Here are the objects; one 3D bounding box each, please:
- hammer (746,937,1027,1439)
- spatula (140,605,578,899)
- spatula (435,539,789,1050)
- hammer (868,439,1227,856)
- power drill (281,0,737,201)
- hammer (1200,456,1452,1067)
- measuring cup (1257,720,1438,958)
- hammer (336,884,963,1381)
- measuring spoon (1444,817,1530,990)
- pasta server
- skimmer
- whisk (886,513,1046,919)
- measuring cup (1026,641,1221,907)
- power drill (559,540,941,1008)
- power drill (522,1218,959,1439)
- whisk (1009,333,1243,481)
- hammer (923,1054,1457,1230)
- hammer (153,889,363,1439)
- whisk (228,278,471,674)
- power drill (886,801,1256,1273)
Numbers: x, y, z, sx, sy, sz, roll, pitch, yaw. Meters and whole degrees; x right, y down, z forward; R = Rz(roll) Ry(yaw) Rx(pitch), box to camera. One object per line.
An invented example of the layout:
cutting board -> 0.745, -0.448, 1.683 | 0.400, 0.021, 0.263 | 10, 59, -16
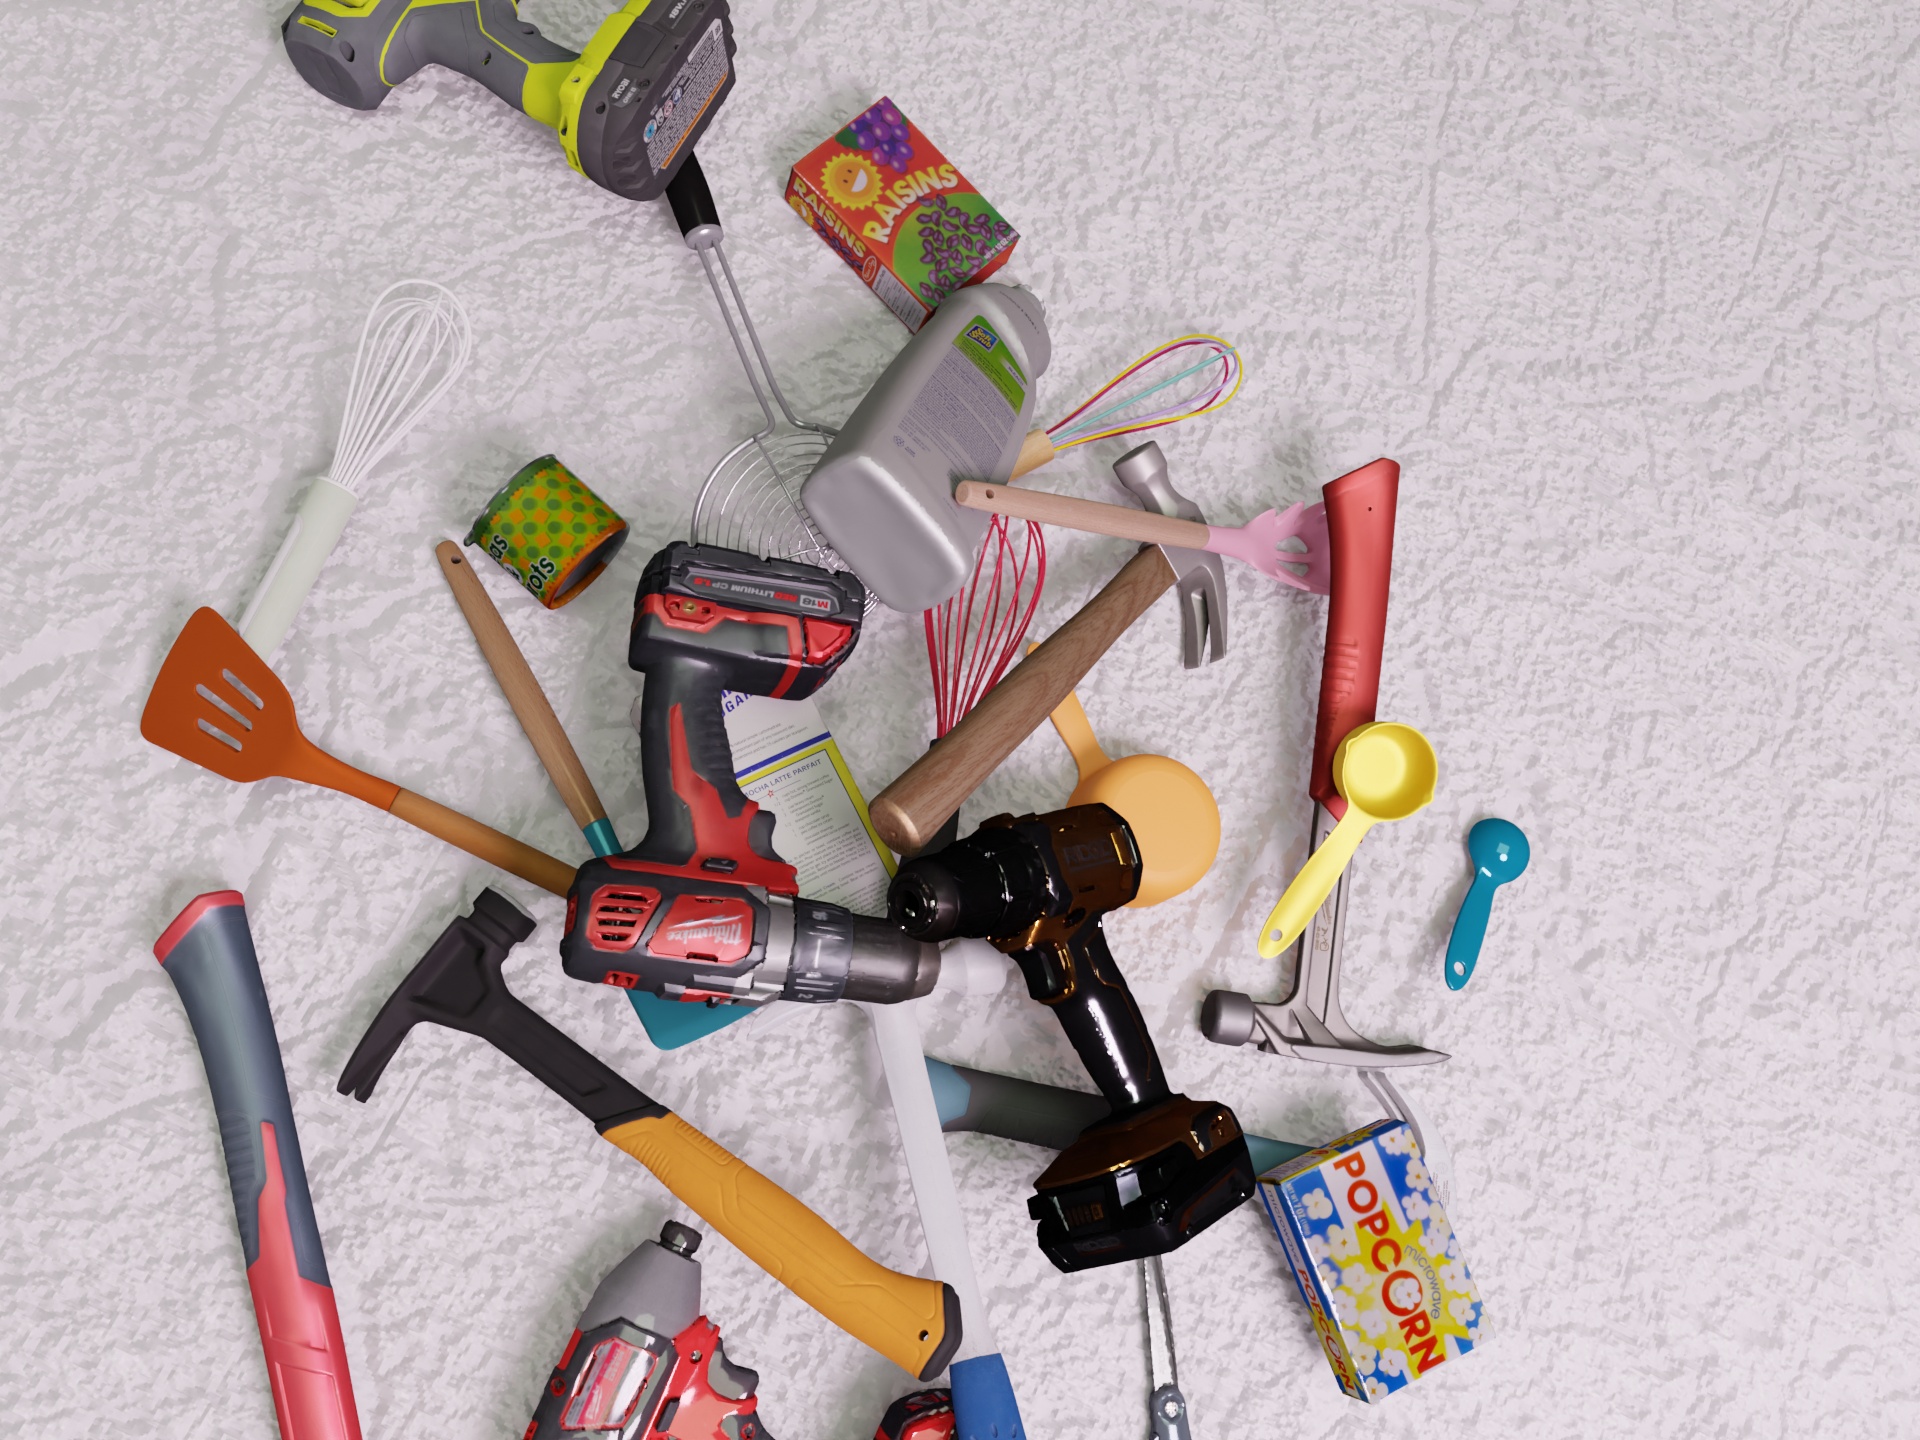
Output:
hammer -> -0.002, 0.304, 0.780 | 0.144, 0.035, 0.406 | -7, 63, -17
spatula -> -0.276, 0.050, 0.846 | 0.322, 0.041, 0.081 | 28, 100, -13
spatula -> -0.203, 0.029, 0.849 | 0.082, 0.044, 0.318 | -24, 76, -33
hammer -> 0.058, -0.031, 0.885 | 0.331, 0.031, 0.130 | -44, 107, -40
power drill -> -0.250, -0.416, 0.927 | 0.228, 0.080, 0.191 | 26, 73, 8
hammer -> 0.236, 0.023, 0.949 | 0.149, 0.037, 0.359 | 9, 85, -11
measuring cup -> 0.215, 0.069, 0.916 | 0.062, 0.029, 0.156 | 34, 93, -9
hammer -> -0.147, 0.217, 0.779 | 0.337, 0.034, 0.127 | 31, 71, 17
measuring spoon -> 0.321, 0.110, 0.969 | 0.042, 0.021, 0.129 | 35, 57, -6
pasta server -> 0.127, -0.112, 0.924 | 0.316, 0.040, 0.060 | 4, 81, -39
skimmer -> -0.137, -0.221, 0.949 | 0.127, 0.090, 0.363 | -15, 71, -20
whisk -> -0.001, -0.003, 0.897 | 0.073, 0.073, 0.296 | 16, 67, -10
measuring cup -> 0.088, 0.026, 0.931 | 0.095, 0.052, 0.173 | -26, 86, -18
power drill -> -0.096, 0.036, 0.815 | 0.187, 0.080, 0.227 | 10, 69, -16
power drill -> -0.097, 0.354, 0.798 | 0.219, 0.078, 0.143 | 25, 72, -4
whisk -> 0.073, -0.177, 0.981 | 0.245, 0.051, 0.047 | -28, 108, -14
hammer -> 0.128, 0.241, 0.900 | 0.331, 0.033, 0.128 | 14, 75, -10
hammer -> -0.314, 0.269, 0.783 | 0.143, 0.038, 0.386 | -13, 80, -18
whisk -> -0.338, -0.134, 0.871 | 0.059, 0.058, 0.246 | 33, 73, -36
power drill -> 0.053, 0.155, 0.805 | 0.185, 0.084, 0.226 | -4, 73, -55
